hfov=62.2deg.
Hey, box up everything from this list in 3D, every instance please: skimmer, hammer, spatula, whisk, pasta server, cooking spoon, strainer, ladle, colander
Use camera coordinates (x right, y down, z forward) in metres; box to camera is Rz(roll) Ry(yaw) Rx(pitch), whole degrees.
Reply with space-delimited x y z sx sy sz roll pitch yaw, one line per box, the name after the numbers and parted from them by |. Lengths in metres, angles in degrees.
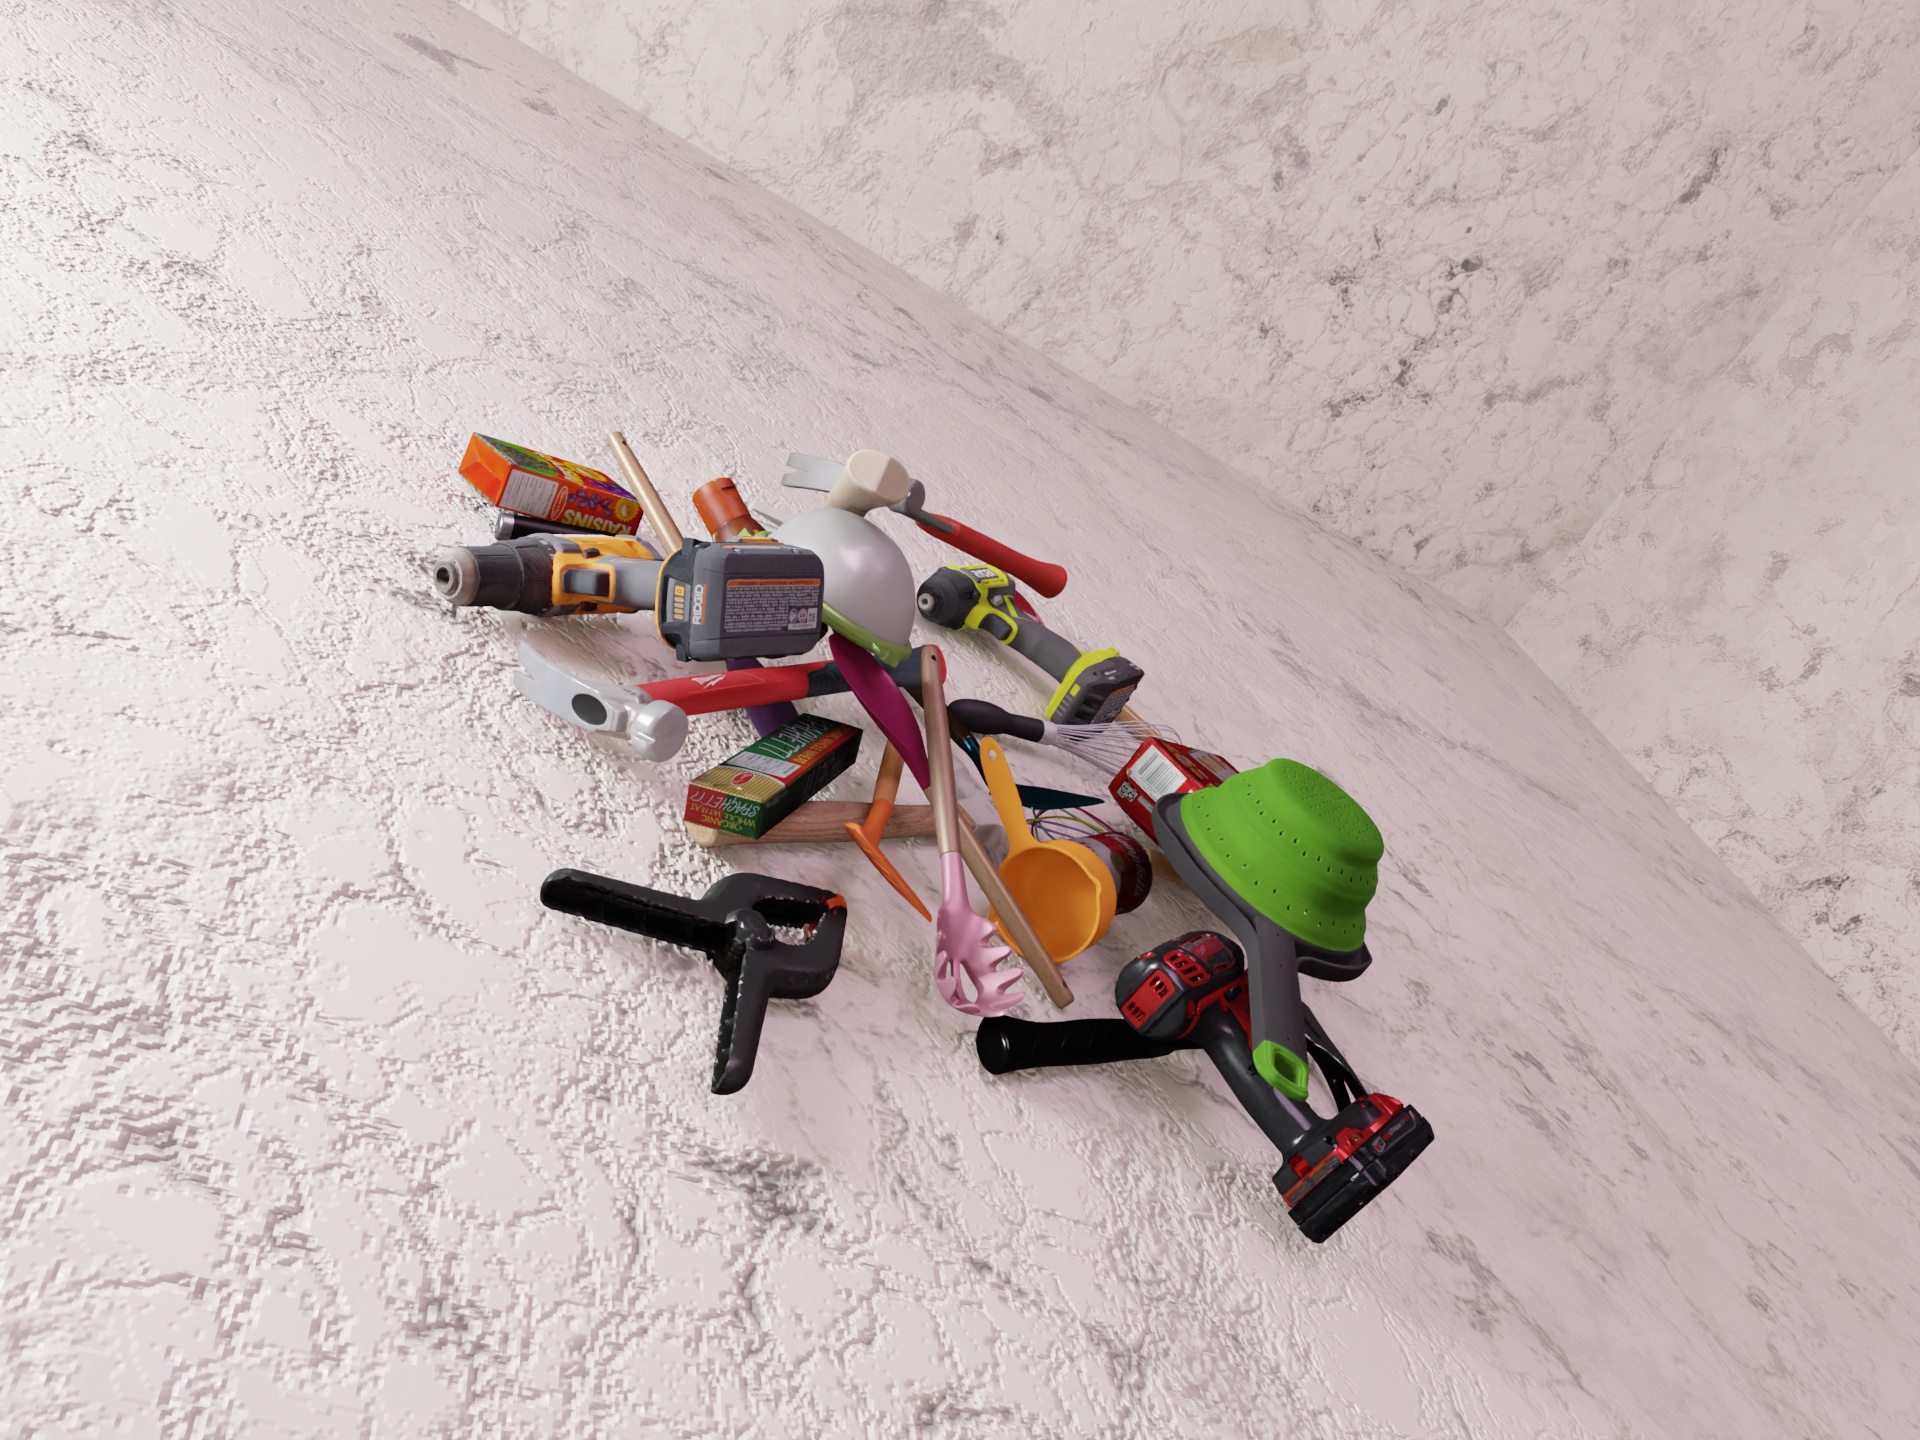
-0.207 -0.095 1.311 0.363 0.090 0.127 11 34 -27 | skimmer
-0.107 -0.178 1.348 0.146 0.038 0.410 22 -6 -8 | hammer
-0.047 0.049 1.150 0.081 0.041 0.323 53 16 -16 | spatula
-0.009 -0.179 1.523 0.149 0.037 0.358 17 0 34 | hammer
-0.200 -0.097 1.245 0.059 0.018 0.316 -10 65 -58 | spatula
0.140 0.115 1.379 0.244 0.047 0.051 22 24 -41 | whisk
-0.068 0.075 1.163 0.331 0.031 0.130 4 37 -52 | hammer
-0.005 0.068 1.106 0.060 0.040 0.317 16 47 -28 | pasta server
-0.008 0.070 1.155 0.319 0.017 0.068 58 22 7 | cooking spoon
-0.073 -0.125 1.268 0.151 0.069 0.256 39 13 1 | strainer
0.104 0.019 1.505 0.284 0.070 0.070 13 31 -34 | whisk
-0.002 -0.004 1.382 0.082 0.044 0.318 -4 38 -40 | spatula
0.152 -0.030 1.704 0.315 0.031 0.069 44 21 16 | ladle
0.245 0.127 1.149 0.204 0.094 0.397 33 23 -6 | colander
-0.143 -0.033 1.177 0.143 0.038 0.386 23 18 29 | hammer
0.157 0.236 1.162 0.408 0.036 0.149 10 34 -46 | hammer

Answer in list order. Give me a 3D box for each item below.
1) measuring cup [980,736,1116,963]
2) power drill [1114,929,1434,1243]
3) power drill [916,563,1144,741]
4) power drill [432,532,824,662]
0.057 0.092 1.181 0.052 0.095 0.174 -5 73 -63 | measuring cup
0.216 0.239 1.110 0.220 0.078 0.143 48 28 20 | power drill
0.063 -0.078 1.610 0.223 0.080 0.171 38 21 15 | power drill
-0.232 -0.093 1.103 0.226 0.084 0.185 11 11 33 | power drill
